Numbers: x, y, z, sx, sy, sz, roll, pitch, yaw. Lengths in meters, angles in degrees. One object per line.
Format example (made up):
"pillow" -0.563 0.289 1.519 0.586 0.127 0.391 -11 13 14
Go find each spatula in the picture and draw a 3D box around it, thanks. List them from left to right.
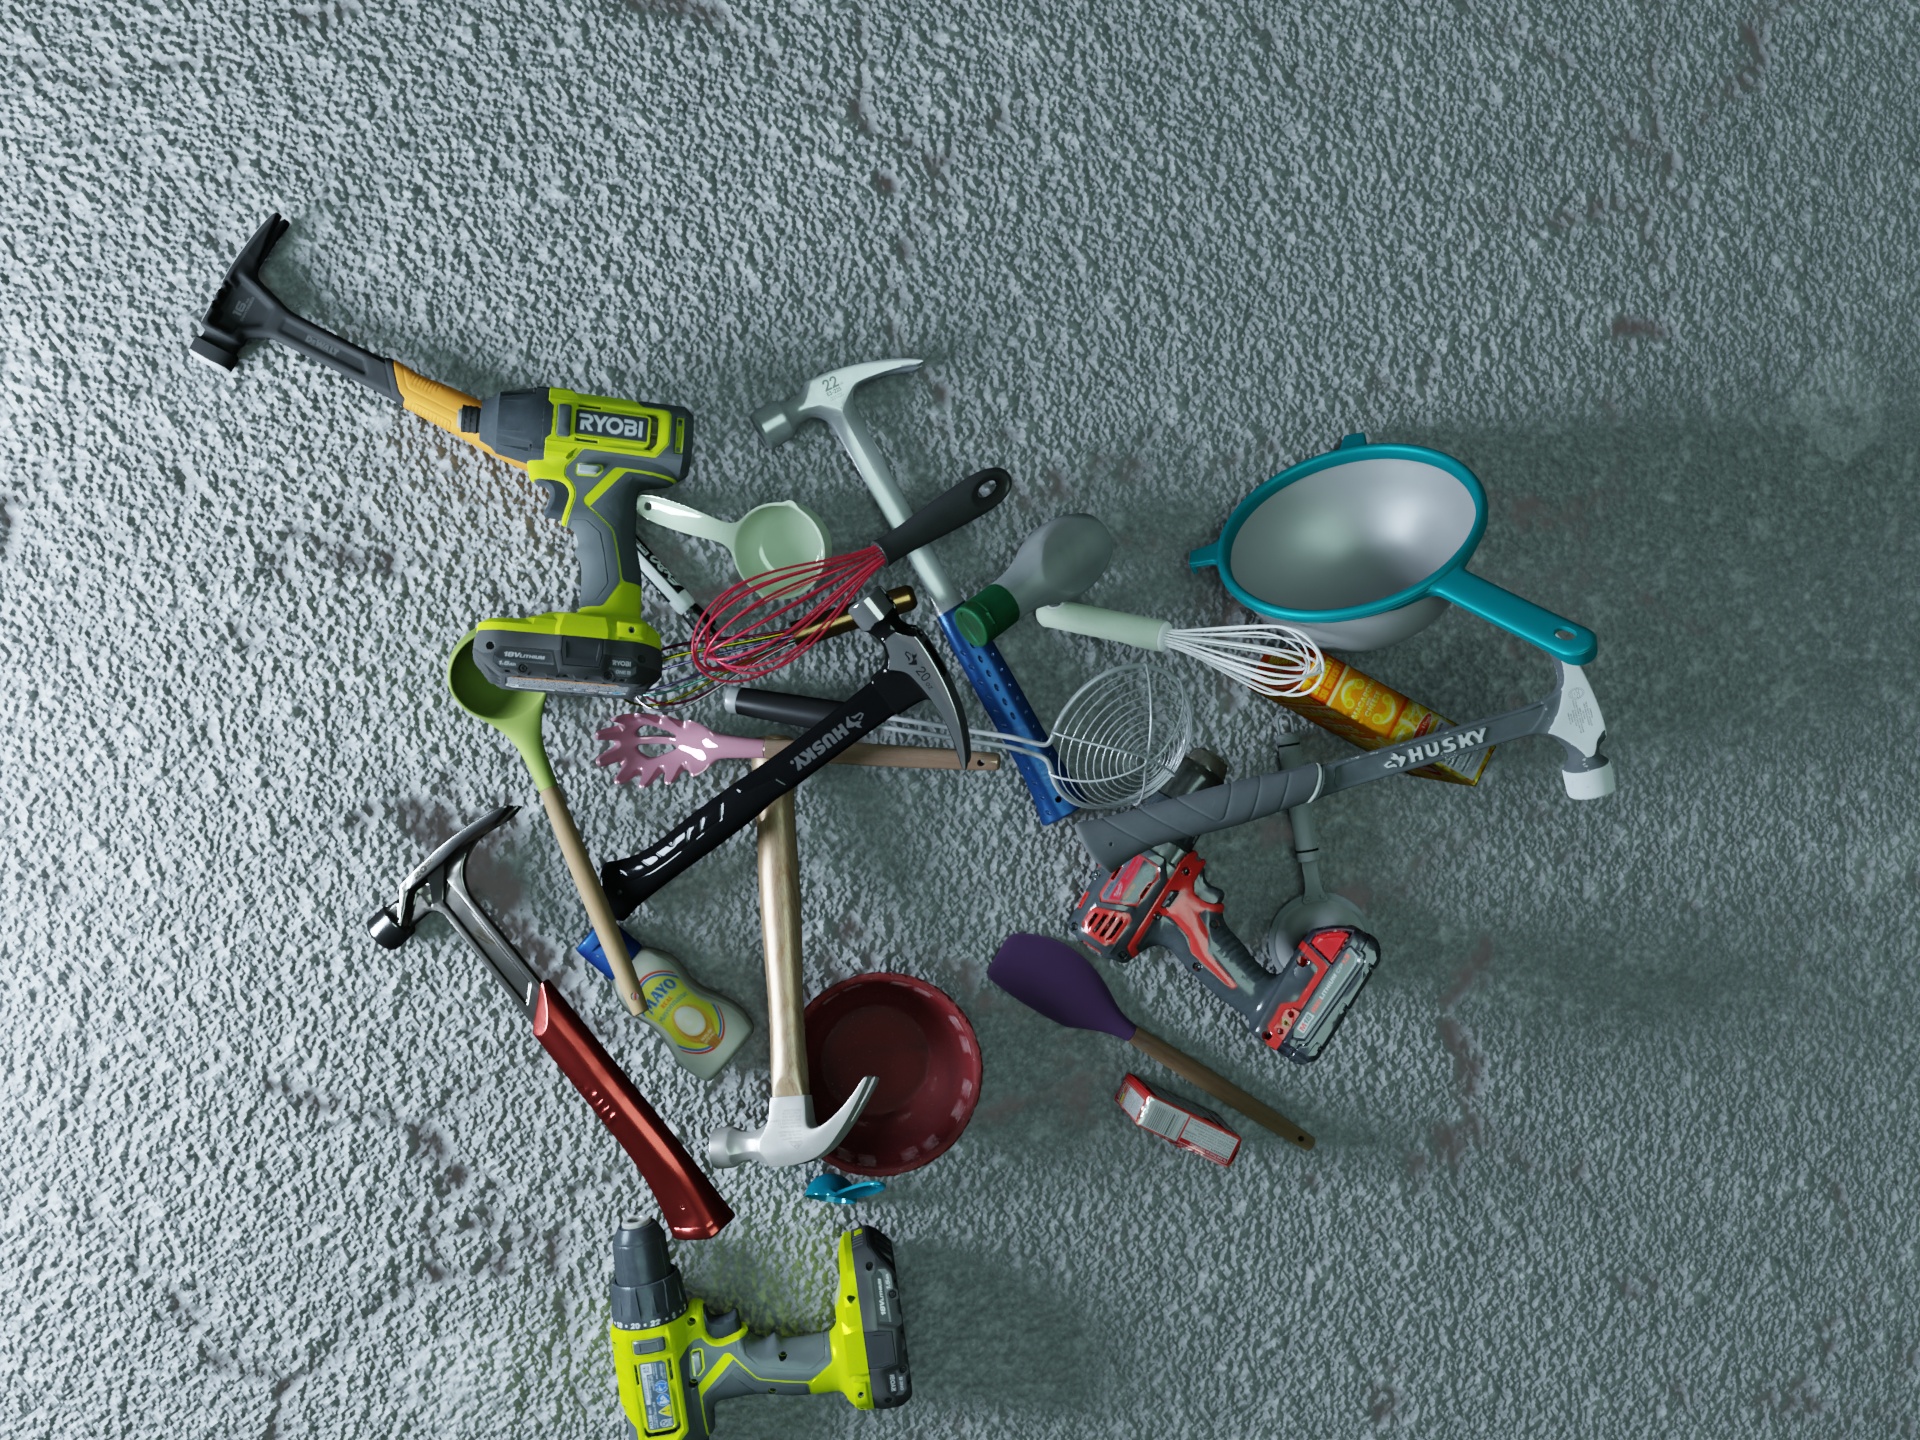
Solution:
"spatula" 0.165 0.272 1.324 0.316 0.018 0.060 33 85 -6

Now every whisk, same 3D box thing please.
"whisk" -0.151 -0.059 1.253 0.245 0.051 0.047 -18 116 -1
"whisk" -0.078 -0.118 1.218 0.296 0.073 0.073 -33 95 -19
"whisk" 0.168 -0.064 1.249 0.246 0.058 0.059 14 125 30

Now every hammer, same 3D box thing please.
"hammer" -0.410 -0.257 1.230 0.336 0.034 0.127 28 88 -7
"hammer" -0.289 0.240 1.208 0.149 0.036 0.359 -41 84 4
"hammer" -0.143 0.052 1.208 0.334 0.035 0.146 -36 97 15
"hammer" -0.136 0.174 1.234 0.130 0.031 0.331 -7 77 12
"hammer" -0.008 -0.103 1.286 0.144 0.035 0.405 -30 95 -6
"hammer" 0.287 0.038 1.212 0.409 0.036 0.149 -16 100 0

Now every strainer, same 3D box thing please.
"strainer" 0.291 0.121 1.331 0.087 0.050 0.258 -10 89 7
"strainer" 0.352 -0.095 1.227 0.211 0.341 0.095 -37 131 -12

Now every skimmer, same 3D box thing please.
"skimmer" -0.002 -0.004 1.258 0.363 0.090 0.127 9 120 12

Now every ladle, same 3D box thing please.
"ladle" -0.305 0.075 1.213 0.078 0.062 0.320 -23 85 -12

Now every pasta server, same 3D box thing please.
"pasta server" -0.127 0.026 1.228 0.316 0.040 0.060 3 105 11

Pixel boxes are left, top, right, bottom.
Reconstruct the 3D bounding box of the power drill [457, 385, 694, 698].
"power drill" -0.293 -0.135 1.187 0.171 0.080 0.223 5 80 -15

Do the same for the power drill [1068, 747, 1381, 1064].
"power drill" 0.223 0.148 1.279 0.227 0.080 0.188 32 89 11

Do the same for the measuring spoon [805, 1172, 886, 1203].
"measuring spoon" -0.085 0.360 1.242 0.042 0.128 0.021 17 63 -19

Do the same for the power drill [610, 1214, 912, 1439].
"power drill" -0.161 0.473 1.252 0.228 0.080 0.190 -8 92 -5

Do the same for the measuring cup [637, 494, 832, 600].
"measuring cup" -0.180 -0.151 1.265 0.167 0.038 0.083 19 107 10
